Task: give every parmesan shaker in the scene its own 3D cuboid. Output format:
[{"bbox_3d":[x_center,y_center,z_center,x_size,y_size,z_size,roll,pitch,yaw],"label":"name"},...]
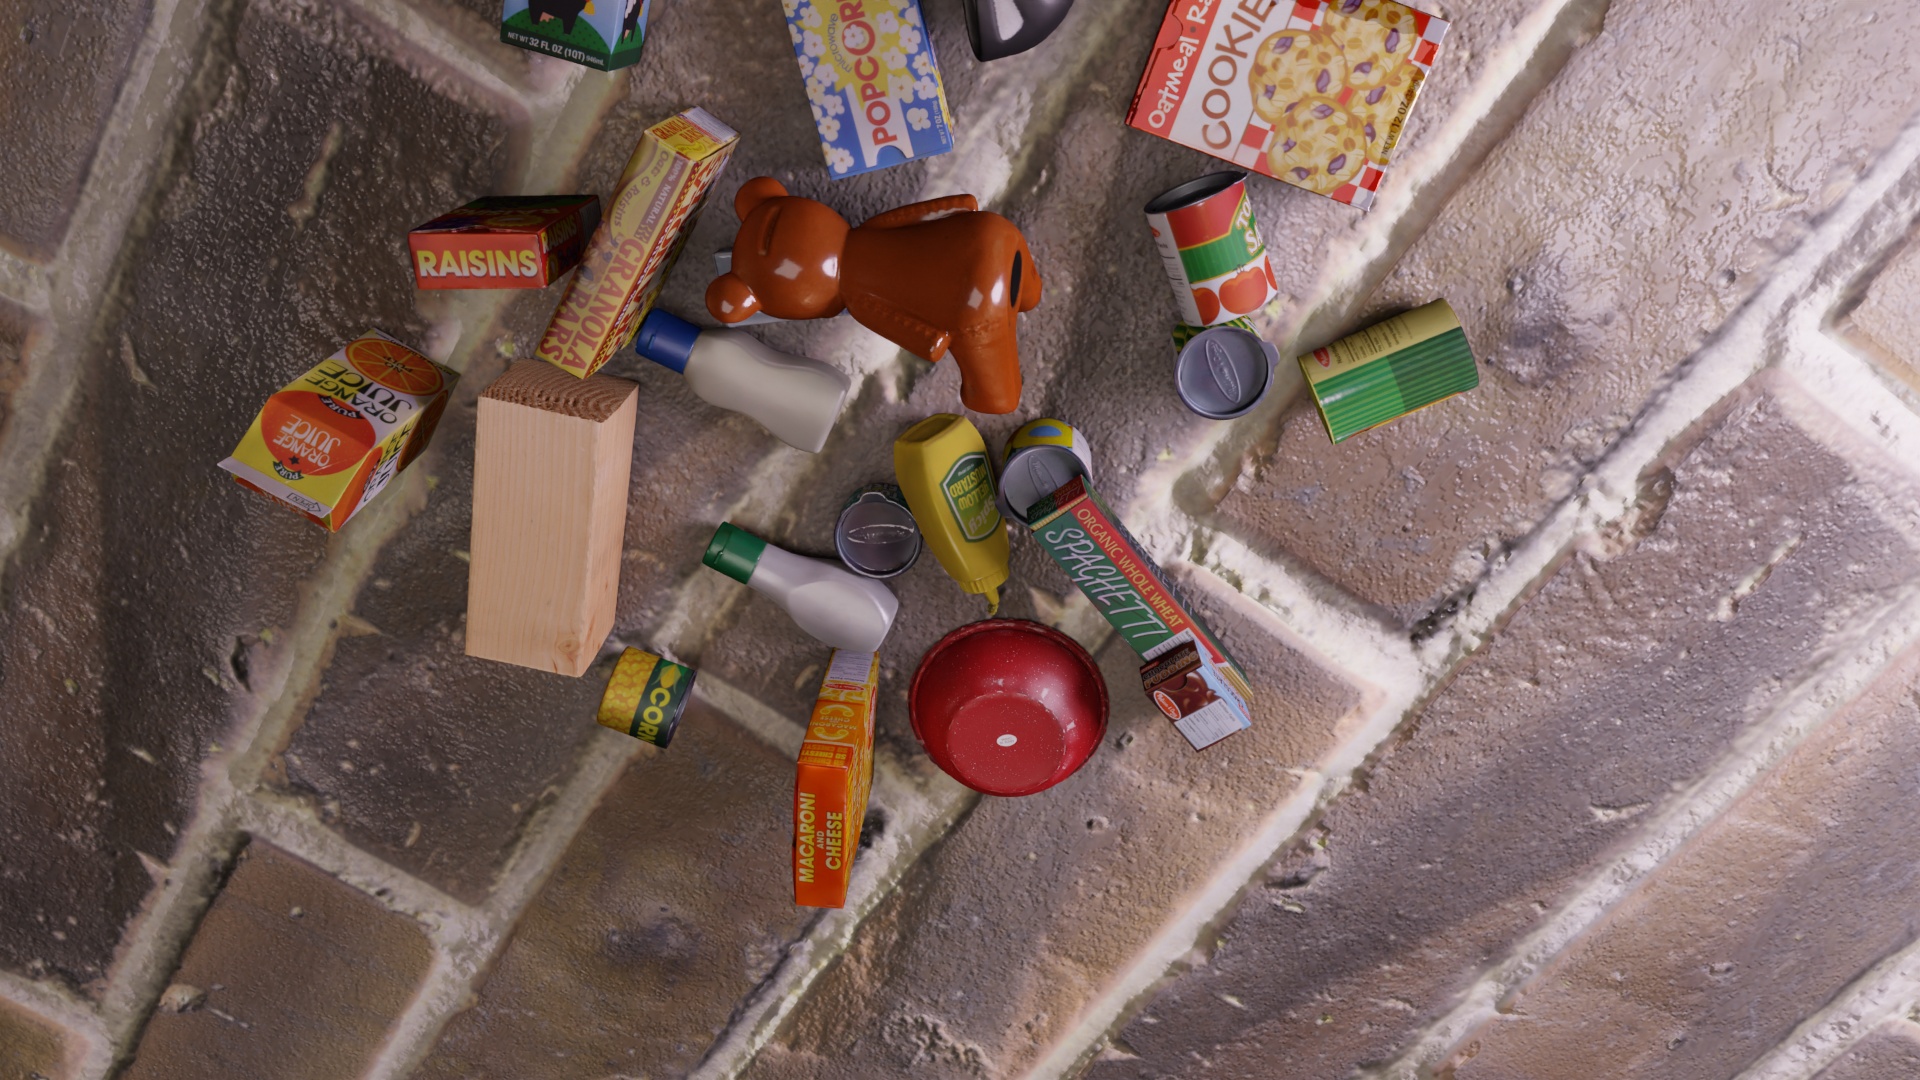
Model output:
[{"bbox_3d":[0.290,-0.113,0.943,0.103,0.071,0.071,-22,111,13],"label":"parmesan shaker"}]

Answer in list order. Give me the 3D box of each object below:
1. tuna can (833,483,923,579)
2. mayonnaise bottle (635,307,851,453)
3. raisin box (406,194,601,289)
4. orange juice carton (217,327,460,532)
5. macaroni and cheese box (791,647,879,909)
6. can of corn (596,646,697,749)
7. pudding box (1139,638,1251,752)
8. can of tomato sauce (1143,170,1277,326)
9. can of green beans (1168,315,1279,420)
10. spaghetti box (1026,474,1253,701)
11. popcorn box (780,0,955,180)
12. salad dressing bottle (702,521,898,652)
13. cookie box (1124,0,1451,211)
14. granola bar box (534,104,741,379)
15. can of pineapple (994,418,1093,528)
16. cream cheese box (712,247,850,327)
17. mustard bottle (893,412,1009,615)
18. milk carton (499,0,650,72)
[{"bbox_3d":[-0.060,-0.010,1.035,0.071,0.033,0.070,1,114,3],"label":"tuna can"},{"bbox_3d":[-0.156,-0.119,0.990,0.148,0.041,0.064,25,113,-6],"label":"mayonnaise bottle"},{"bbox_3d":[-0.296,-0.199,0.918,0.086,0.124,0.040,1,115,4],"label":"raisin box"},{"bbox_3d":[-0.422,-0.071,0.945,0.072,0.193,0.072,30,114,-10],"label":"orange juice carton"},{"bbox_3d":[-0.093,0.175,1.045,0.040,0.167,0.123,5,114,3],"label":"macaroni and cheese box"},{"bbox_3d":[-0.246,0.124,1.086,0.058,0.071,0.071,21,114,-5],"label":"can of corn"},{"bbox_3d":[0.175,0.116,1.031,0.049,0.030,0.083,-31,125,17],"label":"pudding box"},{"bbox_3d":[0.168,-0.193,0.919,0.071,0.071,0.083,-19,112,12],"label":"can of tomato sauce"},{"bbox_3d":[0.178,-0.123,0.954,0.071,0.058,0.071,2,114,4],"label":"can of green beans"},{"bbox_3d":[0.134,0.048,1.012,0.050,0.029,0.249,-32,125,16],"label":"spaghetti box"},{"bbox_3d":[-0.059,-0.308,0.900,0.085,0.038,0.126,-12,112,8],"label":"popcorn box"},{"bbox_3d":[-0.122,0.034,1.053,0.148,0.044,0.064,27,115,-7],"label":"salad dressing bottle"},{"bbox_3d":[0.203,-0.296,0.880,0.167,0.040,0.122,19,109,-4],"label":"cookie box"},{"bbox_3d":[-0.209,-0.197,0.912,0.039,0.125,0.165,31,113,-8],"label":"granola bar box"},{"bbox_3d":[0.060,-0.048,0.995,0.071,0.058,0.070,2,114,4],"label":"can of pineapple"},{"bbox_3d":[-0.116,-0.181,0.967,0.104,0.024,0.053,-5,112,6],"label":"cream cheese box"},{"bbox_3d":[0.004,-0.013,1.013,0.049,0.065,0.159,10,130,48],"label":"mustard bottle"},{"bbox_3d":[-0.224,-0.395,0.853,0.072,0.074,0.189,15,114,-3],"label":"milk carton"}]
